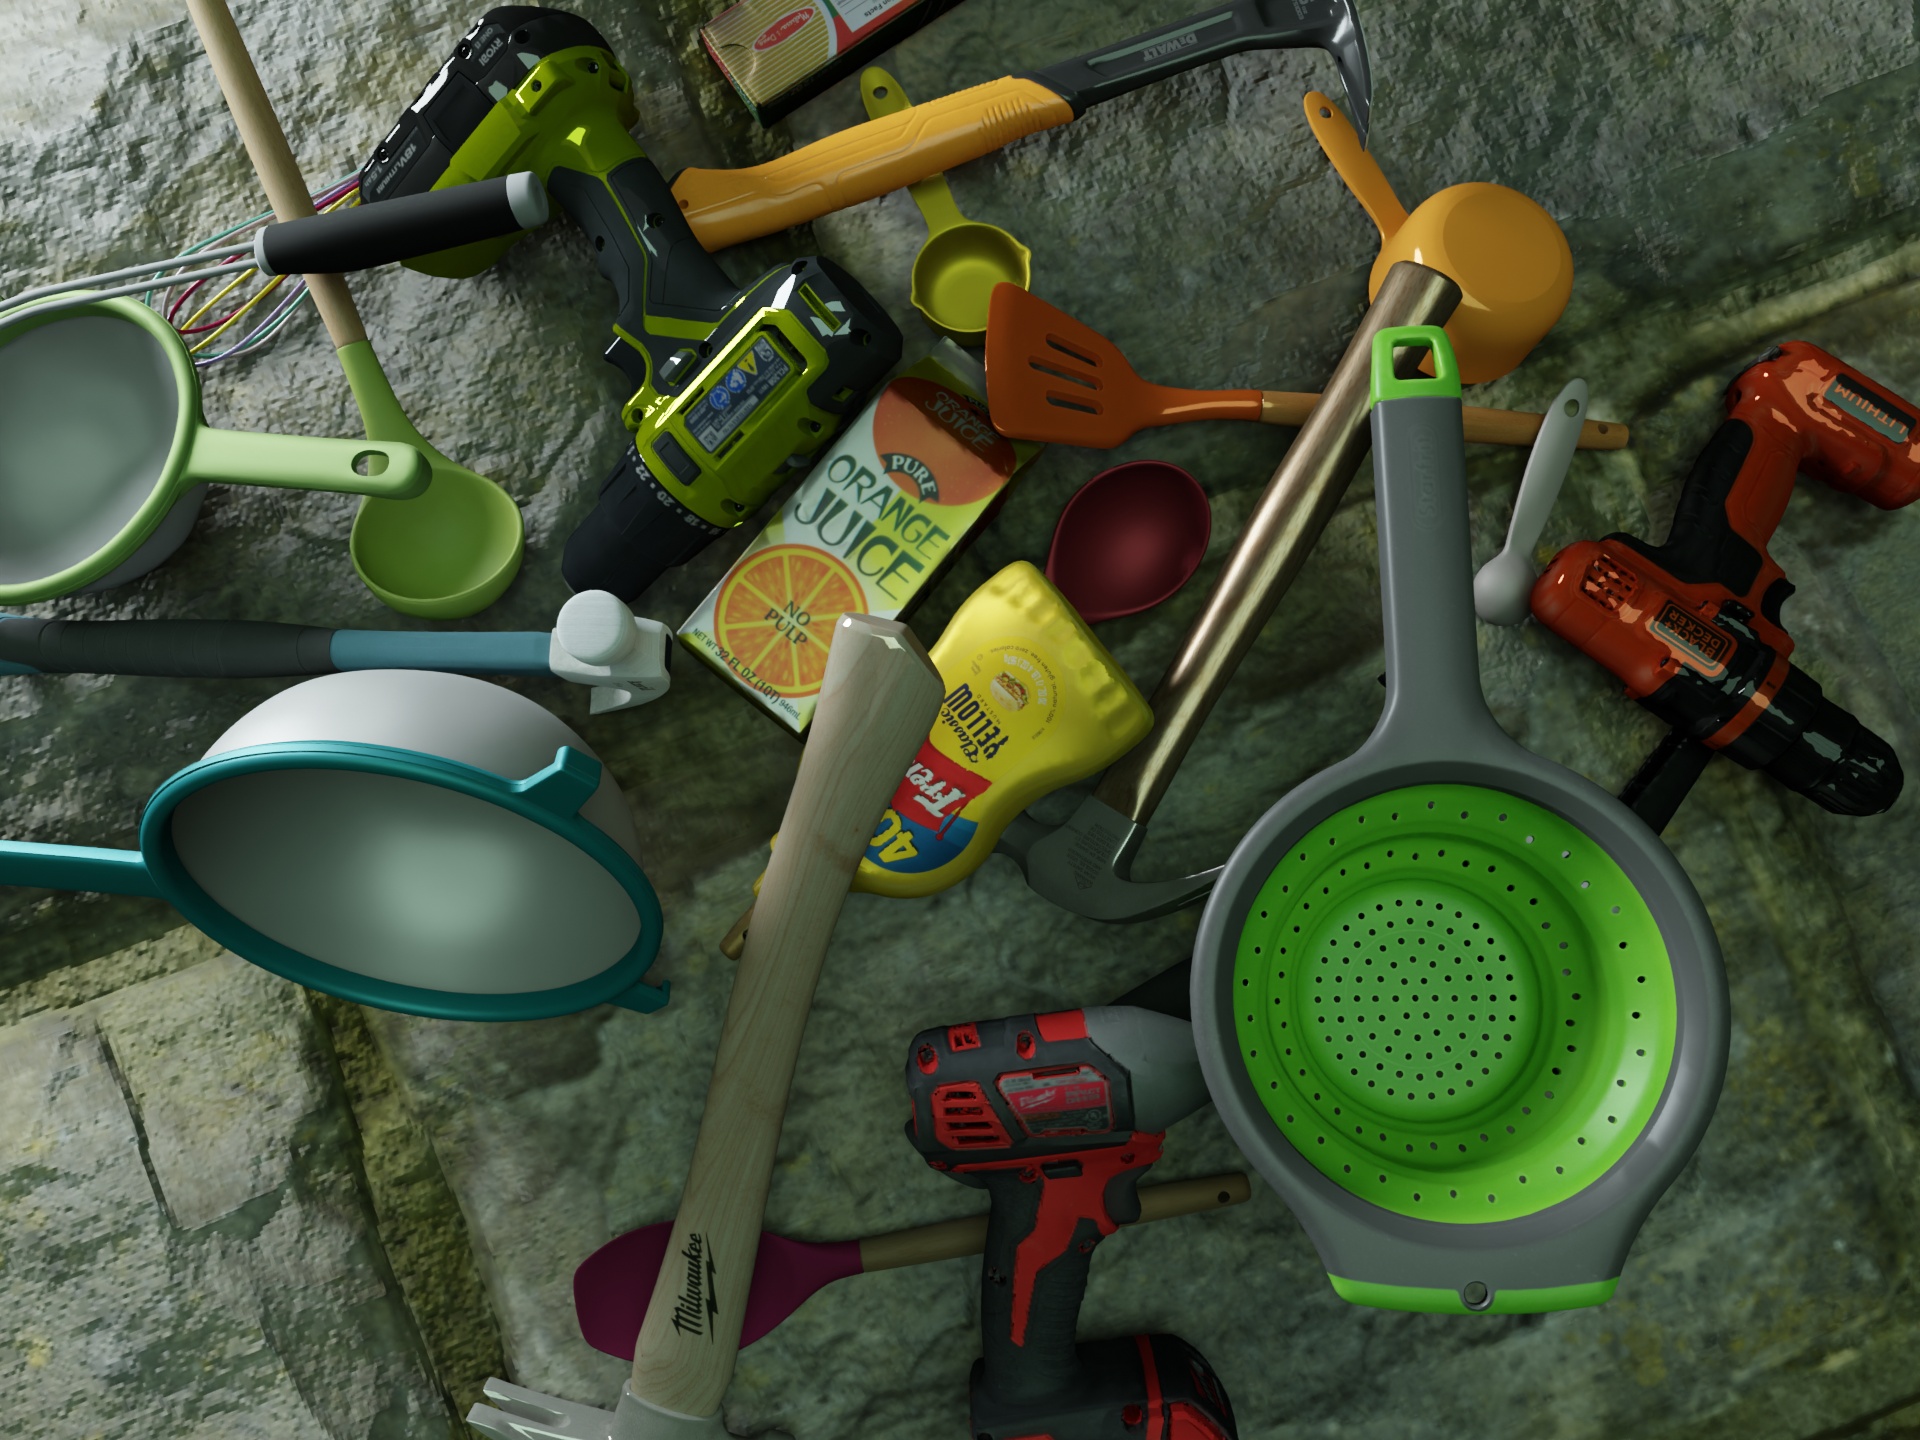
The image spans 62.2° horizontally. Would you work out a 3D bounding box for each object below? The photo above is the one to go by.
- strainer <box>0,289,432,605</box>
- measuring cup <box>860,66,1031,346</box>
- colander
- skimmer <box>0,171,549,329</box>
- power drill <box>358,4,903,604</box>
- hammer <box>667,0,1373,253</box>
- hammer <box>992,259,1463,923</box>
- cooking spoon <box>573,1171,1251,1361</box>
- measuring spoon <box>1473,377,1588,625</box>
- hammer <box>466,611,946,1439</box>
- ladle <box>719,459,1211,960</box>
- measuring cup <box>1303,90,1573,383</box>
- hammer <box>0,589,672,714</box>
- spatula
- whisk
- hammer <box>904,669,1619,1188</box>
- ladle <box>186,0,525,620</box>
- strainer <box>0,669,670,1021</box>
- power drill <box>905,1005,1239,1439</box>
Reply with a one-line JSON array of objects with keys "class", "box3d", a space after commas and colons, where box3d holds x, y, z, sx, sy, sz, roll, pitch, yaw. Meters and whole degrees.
[{"class": "strainer", "box3d": [-0.346, -0.109, 0.714, 0.256, 0.069, 0.151, 5, 75, 11]}, {"class": "measuring cup", "box3d": [-0.014, -0.252, 0.780, 0.062, 0.029, 0.157, -24, 76, -1]}, {"class": "colander", "box3d": [0.196, 0.035, 0.672, 0.204, 0.094, 0.397, -1, 80, 5]}, {"class": "skimmer", "box3d": [-0.359, -0.199, 0.659, 0.363, 0.090, 0.127, -9, 69, 6]}, {"class": "power drill", "box3d": [-0.162, -0.182, 0.722, 0.190, 0.080, 0.228, -42, 85, 18]}, {"class": "hammer", "box3d": [0.020, -0.278, 0.746, 0.337, 0.034, 0.127, -17, 74, 5]}, {"class": "hammer", "box3d": [0.131, -0.056, 0.721, 0.130, 0.031, 0.331, 31, 92, 26]}, {"class": "cooking spoon", "box3d": [-0.021, 0.246, 0.744, 0.319, 0.017, 0.069, -9, 93, -2]}, {"class": "measuring spoon", "box3d": [0.281, -0.104, 0.766, 0.034, 0.018, 0.124, 15, 98, -14]}, {"class": "hammer", "box3d": [-0.098, 0.150, 0.686, 0.146, 0.038, 0.410, 16, 101, -1]}, {"class": "ladle", "box3d": [-0.001, -0.002, 0.758, 0.069, 0.031, 0.315, 44, 88, -10]}, {"class": "measuring cup", "box3d": [0.224, -0.247, 0.764, 0.095, 0.052, 0.174, -30, 82, -17]}, {"class": "hammer", "box3d": [-0.290, -0.032, 0.714, 0.331, 0.128, 0.033, 1, 81, 7]}, {"class": "spatula", "box3d": [0.169, -0.152, 0.761, 0.322, 0.041, 0.081, 4, 71, -6]}, {"class": "whisk", "box3d": [-0.288, -0.254, 0.759, 0.245, 0.047, 0.051, -45, 101, -9]}, {"class": "hammer", "box3d": [0.121, 0.111, 0.735, 0.335, 0.035, 0.146, -32, 82, 2]}, {"class": "ladle", "box3d": [-0.283, -0.196, 0.714, 0.078, 0.062, 0.320, -24, 101, -19]}, {"class": "strainer", "box3d": [-0.290, 0.038, 0.689, 0.340, 0.210, 0.095, 4, 53, 3]}, {"class": "power drill", "box3d": [0.060, 0.231, 0.693, 0.143, 0.078, 0.219, -8, 99, 0]}]
